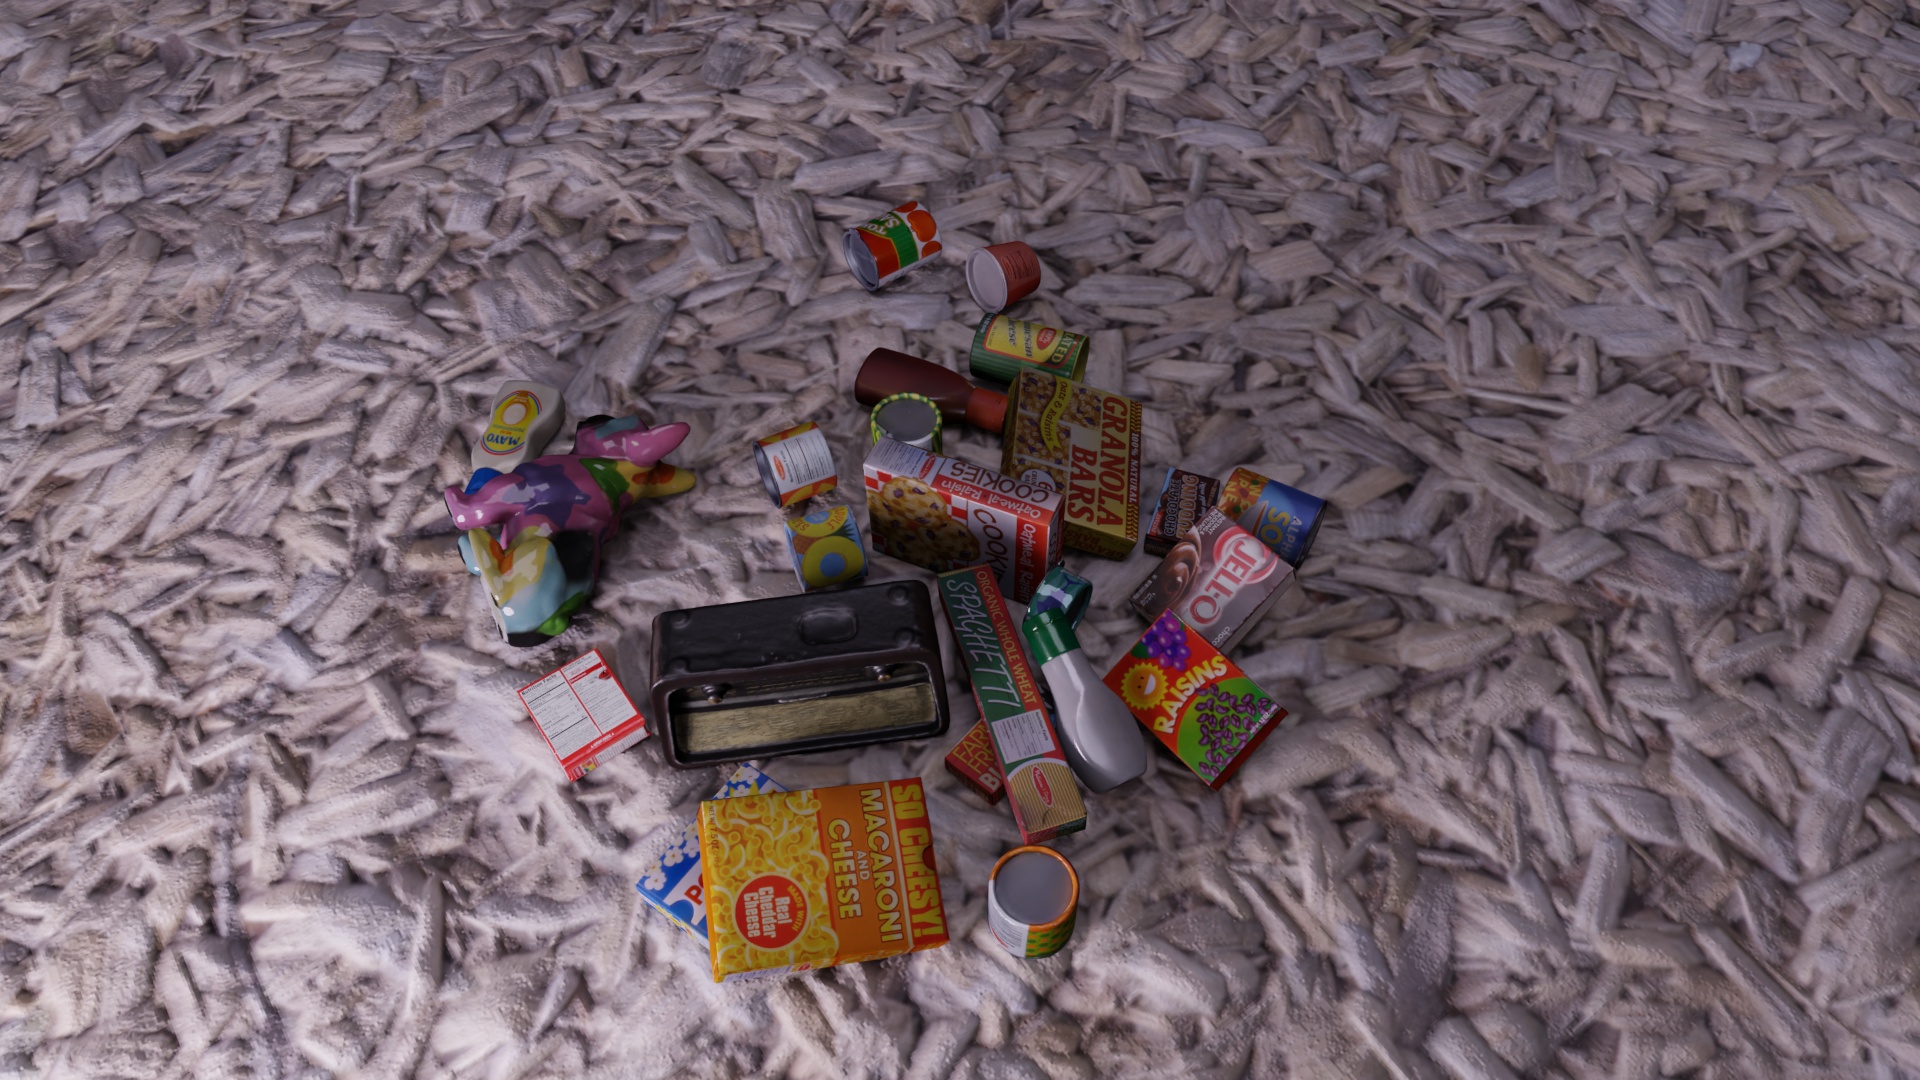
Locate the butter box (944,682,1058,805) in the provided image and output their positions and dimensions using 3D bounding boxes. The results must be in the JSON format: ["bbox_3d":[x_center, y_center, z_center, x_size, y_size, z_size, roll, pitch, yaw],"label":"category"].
[{"bbox_3d":[0.039,0.160,1.116,0.053,0.024,0.104,34,59,24],"label":"butter box"}]

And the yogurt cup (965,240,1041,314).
[{"bbox_3d":[0.046,-0.274,1.424,0.054,0.072,0.072,-25,56,-27],"label":"yogurt cup"}]

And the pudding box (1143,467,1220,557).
[{"bbox_3d":[0.199,-0.023,1.251,0.050,0.030,0.084,16,54,13],"label":"pudding box"}]

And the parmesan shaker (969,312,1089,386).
[{"bbox_3d":[0.066,-0.177,1.347,0.103,0.071,0.072,16,54,12],"label":"parmesan shaker"}]

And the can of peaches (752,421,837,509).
[{"bbox_3d":[-0.151,-0.070,1.268,0.058,0.071,0.071,-21,56,-15],"label":"can of peaches"}]

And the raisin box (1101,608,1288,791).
[{"bbox_3d":[0.186,0.126,1.112,0.086,0.040,0.123,-49,63,3],"label":"raisin box"}]

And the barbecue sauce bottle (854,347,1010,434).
[{"bbox_3d":[-0.023,-0.140,1.334,0.148,0.043,0.065,18,50,12],"label":"barbecue sauce bottle"}]

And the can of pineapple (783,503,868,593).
[{"bbox_3d":[-0.117,0.006,1.206,0.058,0.070,0.071,-16,54,-12],"label":"can of pineapple"}]

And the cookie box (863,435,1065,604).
[{"bbox_3d":[0.004,-0.015,1.188,0.167,0.122,0.040,19,56,14],"label":"cookie box"}]

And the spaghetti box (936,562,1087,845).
[{"bbox_3d":[0.037,0.124,1.109,0.050,0.028,0.251,-14,52,-9],"label":"spaghetti box"}]

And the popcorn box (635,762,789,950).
[{"bbox_3d":[-0.168,0.241,1.046,0.085,0.038,0.127,30,58,20],"label":"popcorn box"}]

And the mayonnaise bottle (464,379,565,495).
[{"bbox_3d":[-0.421,-0.084,1.293,0.065,0.041,0.149,9,53,5],"label":"mayonnaise bottle"}]

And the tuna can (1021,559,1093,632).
[{"bbox_3d":[0.083,0.054,1.169,0.033,0.070,0.071,28,58,18],"label":"tuna can"}]

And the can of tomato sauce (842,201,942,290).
[{"bbox_3d":[-0.071,-0.309,1.446,0.083,0.070,0.071,-31,59,-22],"label":"can of tomato sauce"}]

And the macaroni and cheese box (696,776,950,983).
[{"bbox_3d":[-0.100,0.243,1.006,0.167,0.040,0.124,-3,66,-18],"label":"macaroni and cheese box"}]

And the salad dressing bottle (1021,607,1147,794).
[{"bbox_3d":[0.096,0.126,1.101,0.064,0.043,0.148,-16,73,-32],"label":"salad dressing bottle"}]

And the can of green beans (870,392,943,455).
[{"bbox_3d":[-0.049,-0.095,1.290,0.071,0.057,0.071,0,53,0],"label":"can of green beans"}]

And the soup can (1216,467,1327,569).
[{"bbox_3d":[0.271,-0.019,1.225,0.084,0.071,0.072,23,56,18],"label":"soup can"}]

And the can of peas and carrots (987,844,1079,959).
[{"bbox_3d":[0.055,0.262,1.016,0.071,0.058,0.071,0,53,0],"label":"can of peas and carrots"}]

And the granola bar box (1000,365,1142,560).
[{"bbox_3d":[0.100,-0.071,1.262,0.124,0.038,0.166,16,52,-11],"label":"granola bar box"}]
